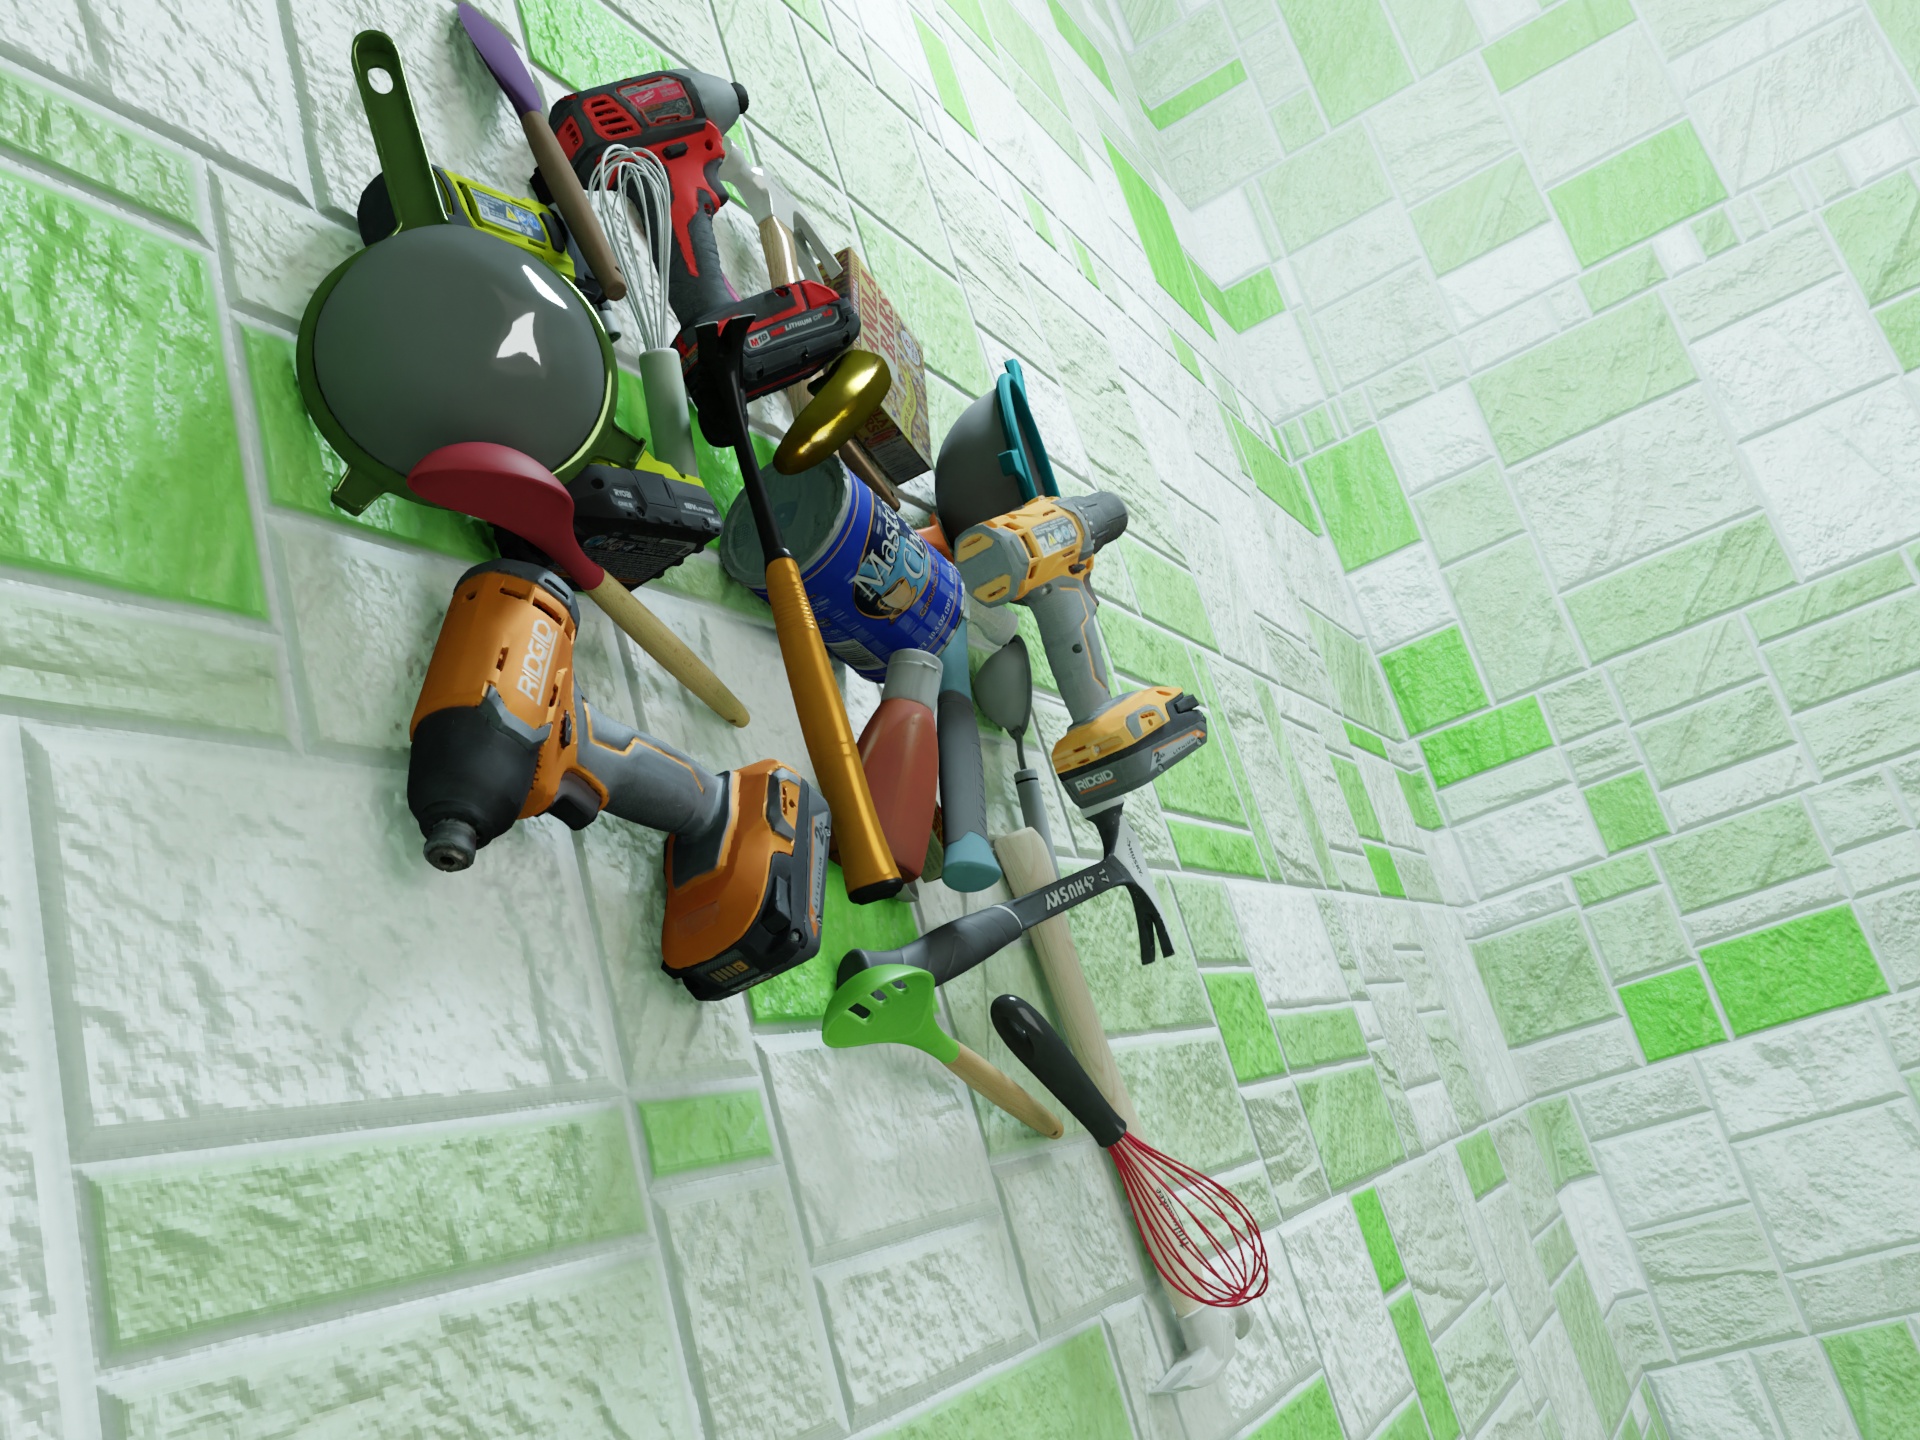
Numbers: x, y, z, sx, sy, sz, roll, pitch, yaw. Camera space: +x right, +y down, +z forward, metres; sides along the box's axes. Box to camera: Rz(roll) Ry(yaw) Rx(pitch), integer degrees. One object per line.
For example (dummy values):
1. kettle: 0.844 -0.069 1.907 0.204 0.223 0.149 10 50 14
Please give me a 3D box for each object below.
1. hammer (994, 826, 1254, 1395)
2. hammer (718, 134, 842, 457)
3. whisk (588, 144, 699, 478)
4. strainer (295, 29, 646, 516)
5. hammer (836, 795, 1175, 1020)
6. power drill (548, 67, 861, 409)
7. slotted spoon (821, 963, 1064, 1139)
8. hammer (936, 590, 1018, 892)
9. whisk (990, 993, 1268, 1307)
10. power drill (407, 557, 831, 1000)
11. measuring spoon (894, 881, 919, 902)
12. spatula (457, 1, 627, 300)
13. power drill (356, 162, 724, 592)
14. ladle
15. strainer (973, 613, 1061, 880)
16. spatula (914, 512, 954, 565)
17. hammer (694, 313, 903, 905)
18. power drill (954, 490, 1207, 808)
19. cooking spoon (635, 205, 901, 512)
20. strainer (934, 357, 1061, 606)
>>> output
1. hammer: 0.106 0.276 1.165 0.146 0.038 0.411 -2 69 -63
2. hammer: -0.120 -0.279 1.182 0.130 0.031 0.332 27 43 -53
3. whisk: -0.187 -0.233 0.981 0.059 0.058 0.246 -11 92 -65
4. strainer: -0.249 -0.229 0.760 0.151 0.069 0.256 -14 81 -25
5. hammer: 0.040 0.141 1.102 0.409 0.036 0.149 -14 79 -59
6. power drill: -0.166 -0.330 1.067 0.143 0.078 0.219 -31 96 -32
7. slotted spoon: 0.001 0.212 0.978 0.031 0.070 0.313 56 5 38
8. hammer: -0.002 -0.004 1.135 0.128 0.033 0.331 31 32 -26
9. whisk: 0.113 0.289 1.062 0.295 0.073 0.073 51 27 -16
10. power drill: -0.166 0.045 0.767 0.226 0.084 0.164 42 33 -34
11. measuring spoon: -0.060 0.066 1.050 0.124 0.018 0.034 64 6 14
12. spatula: -0.249 -0.344 0.945 0.059 0.018 0.316 31 24 -52
13. power drill: -0.221 -0.187 0.876 0.171 0.080 0.223 -2 67 -65
14. ladle: -0.177 -0.061 0.824 0.315 0.069 0.031 53 41 -61
15. strainer: 0.049 0.038 1.269 0.087 0.050 0.259 130 -50 -67
16. spatula: -0.067 -0.135 1.216 0.322 0.041 0.081 -6 71 -61
17. hammer: -0.093 -0.060 0.902 0.127 0.034 0.337 119 -46 -72
18. power drill: 0.104 -0.067 1.219 0.185 0.084 0.226 -28 93 -48
19. cooking spoon: -0.141 -0.275 1.197 0.318 0.017 0.069 50 27 -30
20. strainer: 0.028 -0.223 1.412 0.341 0.095 0.210 -96 164 -50
